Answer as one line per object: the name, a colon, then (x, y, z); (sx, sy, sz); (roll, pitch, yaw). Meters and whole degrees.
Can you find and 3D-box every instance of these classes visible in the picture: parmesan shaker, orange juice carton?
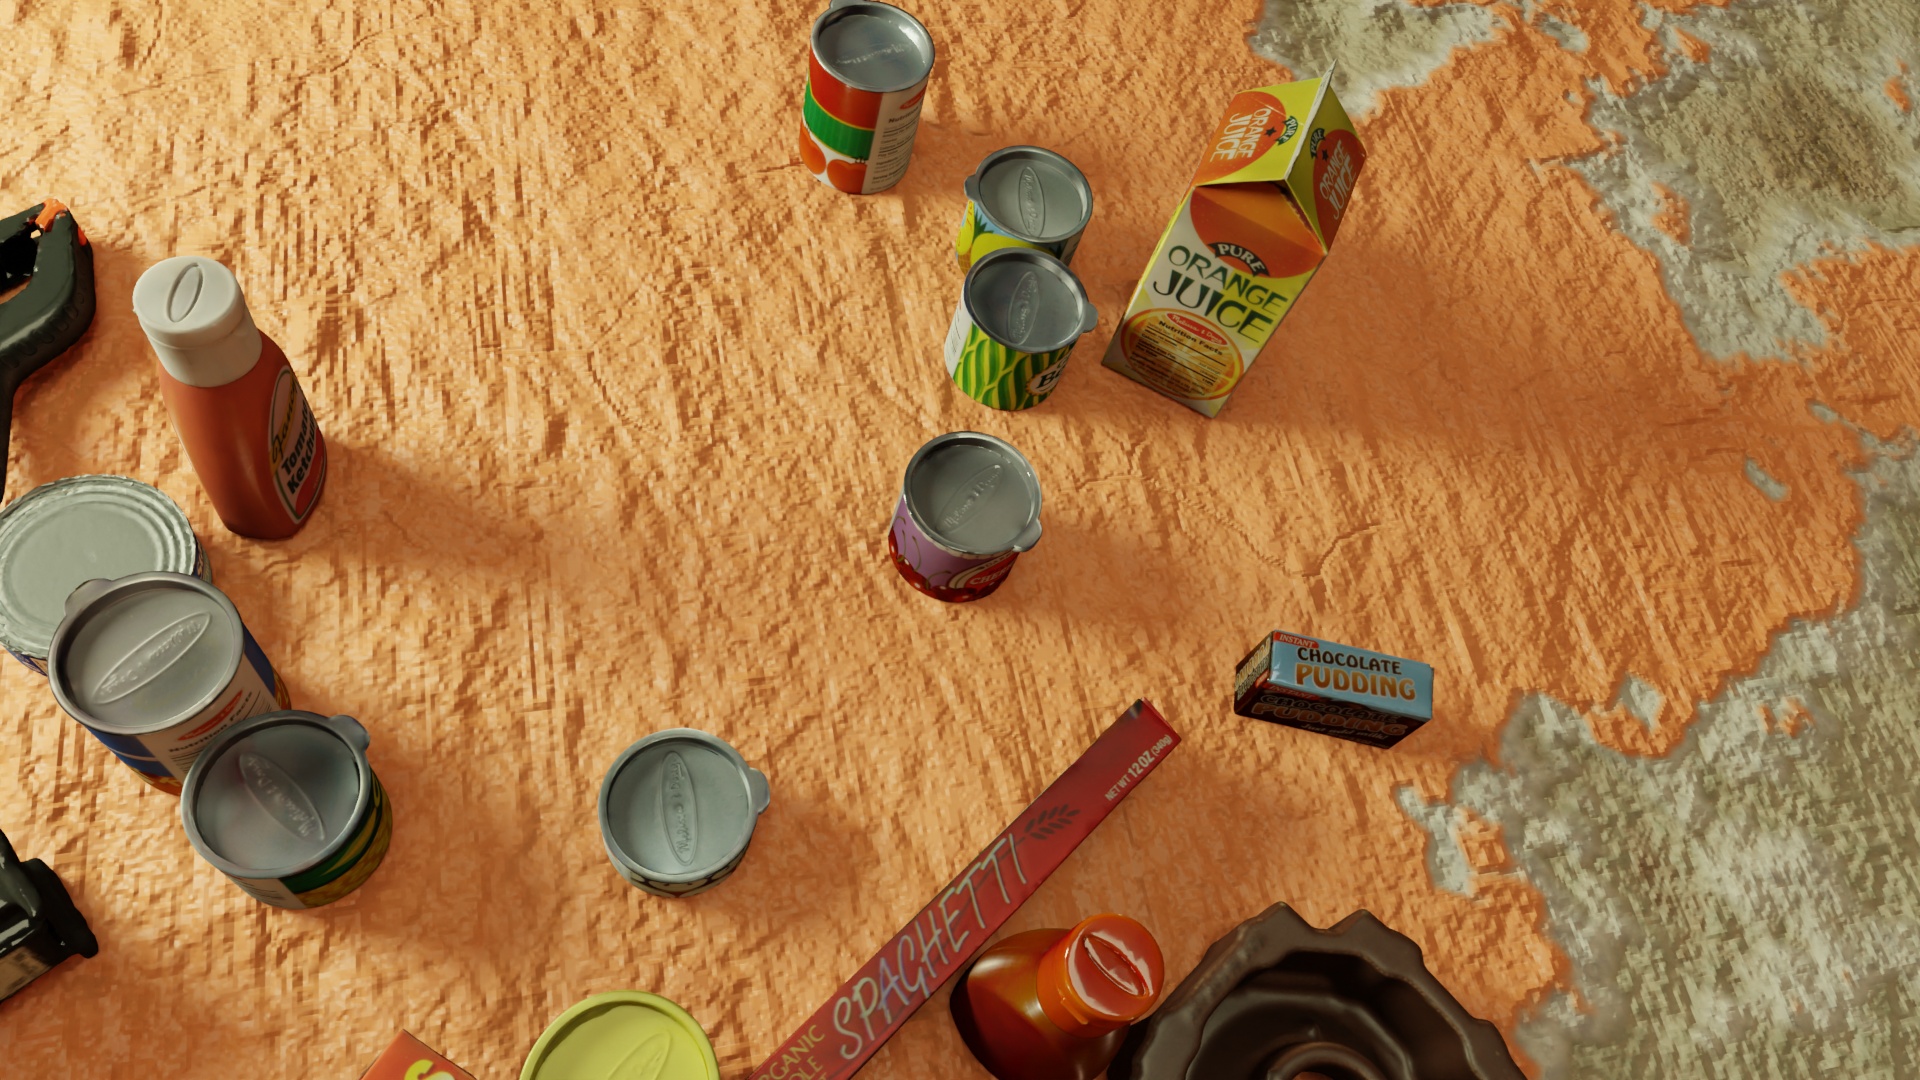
parmesan shaker: (-0.121, 0.208, 0.506); (0.071, 0.102, 0.071); (5, 62, -10)
orange juice carton: (0.141, -0.150, 0.700); (0.073, 0.191, 0.072); (27, 61, 2)

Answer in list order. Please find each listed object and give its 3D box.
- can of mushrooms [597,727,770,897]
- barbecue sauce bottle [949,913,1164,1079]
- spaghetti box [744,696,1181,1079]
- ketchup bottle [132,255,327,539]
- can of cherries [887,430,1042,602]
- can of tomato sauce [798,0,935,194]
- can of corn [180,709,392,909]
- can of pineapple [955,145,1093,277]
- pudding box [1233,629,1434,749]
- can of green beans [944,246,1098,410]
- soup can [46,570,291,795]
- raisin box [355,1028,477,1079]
can of mushrooms: (-0.118, 0.117, 0.595); (0.071, 0.033, 0.071); (5, 62, -10)
barbecue sauce bottle: (0.038, 0.177, 0.532); (0.065, 0.147, 0.044); (42, 63, 10)
spaghetti box: (0.000, 0.160, 0.589); (0.029, 0.050, 0.251); (45, 63, 12)
ketchup bottle: (-0.303, -0.059, 0.579); (0.043, 0.148, 0.065); (6, 62, -9)
can of cherries: (0.002, -0.008, 0.672); (0.071, 0.058, 0.072); (5, 62, -10)
can of tomato sauce: (-0.055, -0.245, 0.769); (0.071, 0.082, 0.071); (5, 62, -10)
can of corn: (-0.263, 0.107, 0.553); (0.071, 0.058, 0.071); (5, 62, -10)
can of pineapple: (0.032, -0.174, 0.766); (0.071, 0.057, 0.071); (5, 62, -10)
pudding box: (0.181, 0.072, 0.675); (0.084, 0.049, 0.030); (13, 61, -5)
can of green beans: (0.028, -0.110, 0.732); (0.071, 0.057, 0.071); (5, 62, -10)
soup can: (-0.313, 0.057, 0.553); (0.071, 0.083, 0.071); (5, 62, -10)
raisin box: (-0.195, 0.221, 0.472); (0.040, 0.122, 0.086); (32, 61, 5)
